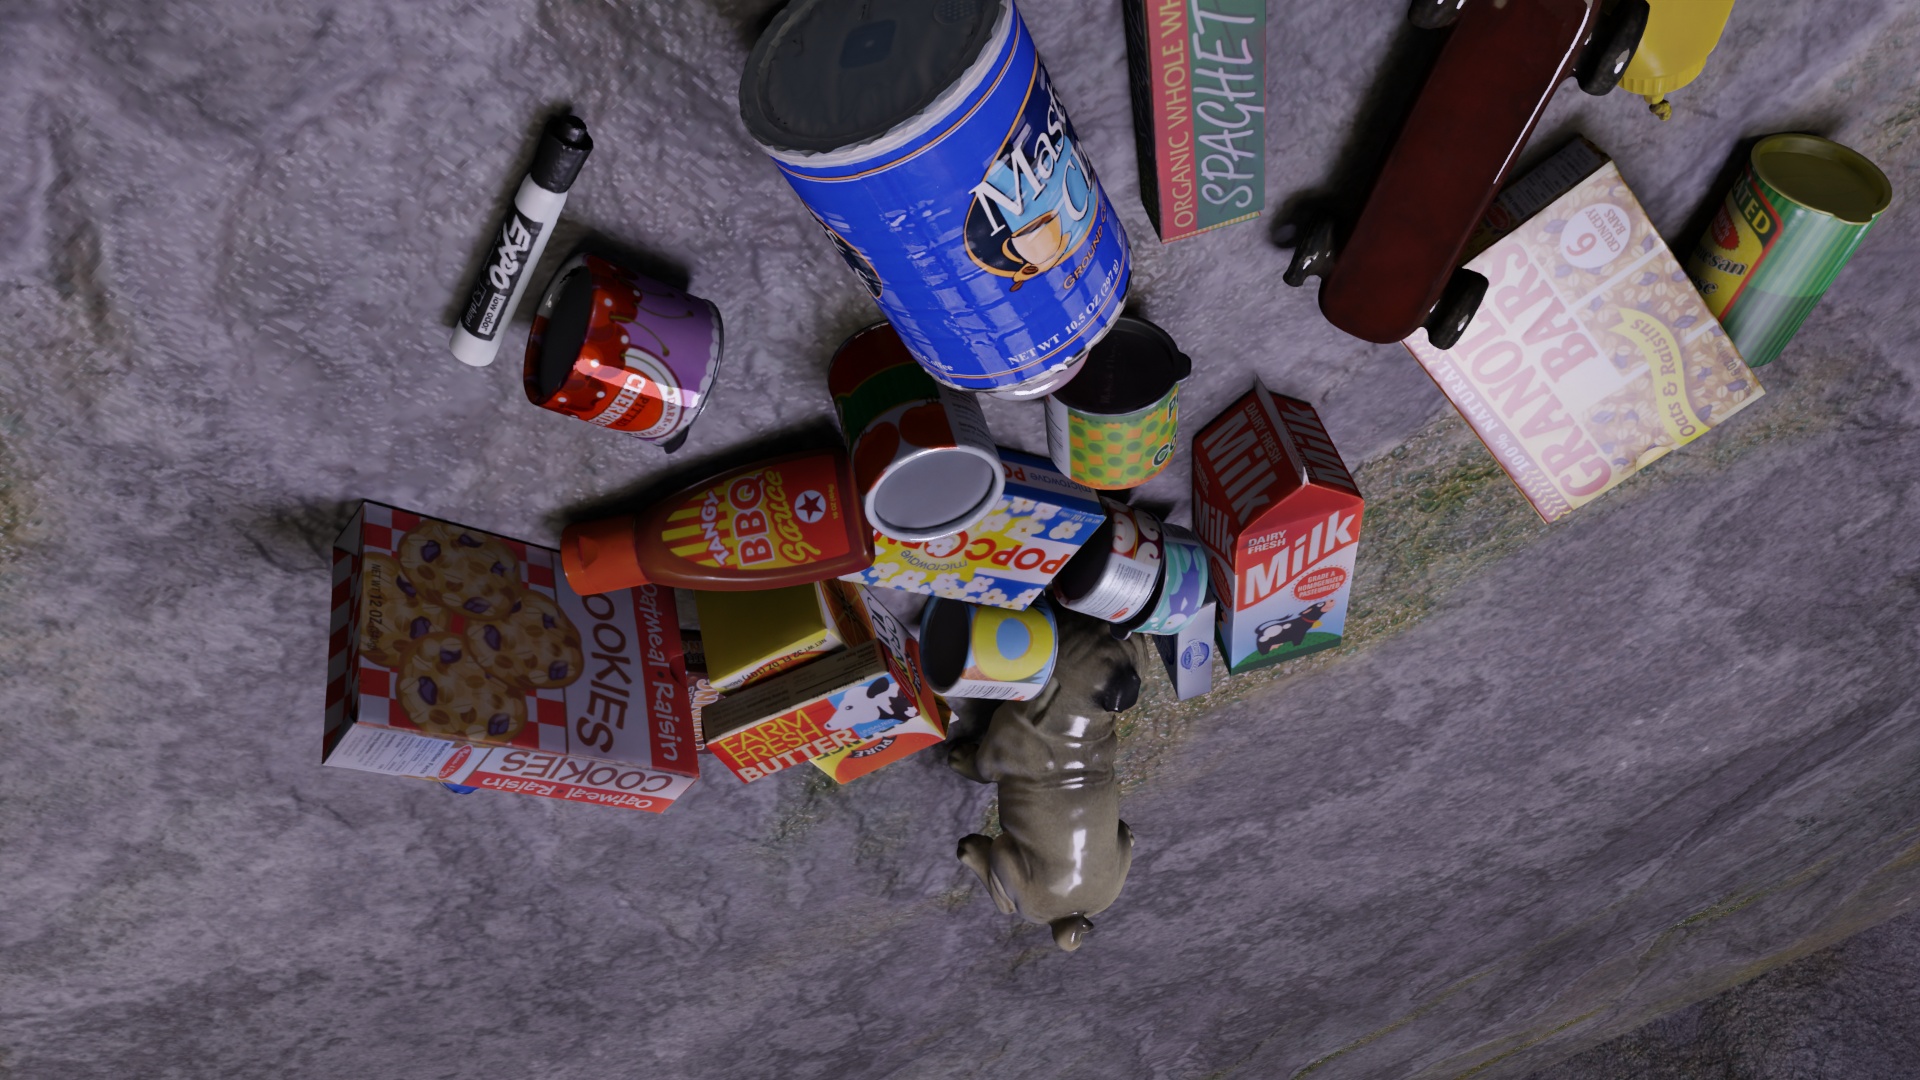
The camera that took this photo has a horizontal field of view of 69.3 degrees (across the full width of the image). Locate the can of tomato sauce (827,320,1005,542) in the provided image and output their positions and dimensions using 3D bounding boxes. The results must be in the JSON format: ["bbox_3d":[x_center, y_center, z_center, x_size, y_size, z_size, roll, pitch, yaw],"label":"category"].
[{"bbox_3d":[-0.023,-0.050,0.644,0.071,0.083,0.070,-11,142,-9],"label":"can of tomato sauce"}]

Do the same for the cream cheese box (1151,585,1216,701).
[{"bbox_3d":[0.137,0.050,0.860,0.024,0.053,0.103,-17,143,-4],"label":"cream cheese box"}]

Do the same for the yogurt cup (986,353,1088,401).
[{"bbox_3d":[0.025,-0.100,0.625,0.072,0.054,0.072,-11,143,-8],"label":"yogurt cup"}]

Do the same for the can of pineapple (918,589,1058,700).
[{"bbox_3d":[0.015,0.058,0.812,0.058,0.071,0.070,7,136,-28],"label":"can of pineapple"}]

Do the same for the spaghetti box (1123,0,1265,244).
[{"bbox_3d":[0.087,-0.217,0.523,0.050,0.029,0.248,-18,143,-1],"label":"spaghetti box"}]

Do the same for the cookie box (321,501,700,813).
[{"bbox_3d":[-0.212,0.059,0.669,0.167,0.123,0.040,19,131,-38],"label":"cookie box"}]

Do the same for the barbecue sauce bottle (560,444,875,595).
[{"bbox_3d":[-0.119,-0.004,0.684,0.148,0.065,0.043,-11,172,5],"label":"barbecue sauce bottle"}]

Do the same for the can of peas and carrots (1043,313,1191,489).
[{"bbox_3d":[0.076,-0.067,0.676,0.071,0.071,0.058,-15,143,-4],"label":"can of peas and carrots"}]

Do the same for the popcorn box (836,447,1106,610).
[{"bbox_3d":[0.003,-0.009,0.742,0.127,0.038,0.084,11,135,-33],"label":"popcorn box"}]

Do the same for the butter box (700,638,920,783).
[{"bbox_3d":[-0.078,0.089,0.720,0.103,0.024,0.053,-22,143,5],"label":"butter box"}]

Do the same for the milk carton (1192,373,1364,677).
[{"bbox_3d":[0.177,-0.007,0.789,0.073,0.072,0.189,-16,143,-2],"label":"milk carton"}]

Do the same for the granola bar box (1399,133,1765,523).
[{"bbox_3d":[0.307,-0.100,0.704,0.124,0.039,0.165,-37,116,23],"label":"granola bar box"}]

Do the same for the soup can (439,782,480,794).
[{"bbox_3d":[-0.239,0.093,0.748,0.084,0.071,0.071,-21,143,4],"label":"soup can"}]

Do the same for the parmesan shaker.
[{"bbox_3d":[0.416,-0.145,0.714,0.071,0.071,0.102,-9,142,-12],"label":"parmesan shaker"}]

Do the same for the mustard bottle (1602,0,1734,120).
[{"bbox_3d":[0.286,-0.233,0.570,0.065,0.049,0.159,-24,143,8],"label":"mustard bottle"}]

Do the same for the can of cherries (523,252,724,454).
[{"bbox_3d":[-0.140,-0.076,0.573,0.058,0.072,0.071,19,130,-38],"label":"can of cherries"}]

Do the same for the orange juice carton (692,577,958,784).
[{"bbox_3d":[-0.069,0.078,0.794,0.072,0.073,0.192,-26,143,10],"label":"orange juice carton"}]

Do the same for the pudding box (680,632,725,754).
[{"bbox_3d":[-0.156,0.090,0.809,0.050,0.030,0.083,8,135,-29],"label":"pudding box"}]

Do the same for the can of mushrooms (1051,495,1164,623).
[{"bbox_3d":[0.081,0.009,0.776,0.033,0.071,0.070,18,131,-24],"label":"can of mushrooms"}]

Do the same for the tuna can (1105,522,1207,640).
[{"bbox_3d":[0.109,0.024,0.802,0.033,0.071,0.070,8,136,-31],"label":"tuna can"}]
